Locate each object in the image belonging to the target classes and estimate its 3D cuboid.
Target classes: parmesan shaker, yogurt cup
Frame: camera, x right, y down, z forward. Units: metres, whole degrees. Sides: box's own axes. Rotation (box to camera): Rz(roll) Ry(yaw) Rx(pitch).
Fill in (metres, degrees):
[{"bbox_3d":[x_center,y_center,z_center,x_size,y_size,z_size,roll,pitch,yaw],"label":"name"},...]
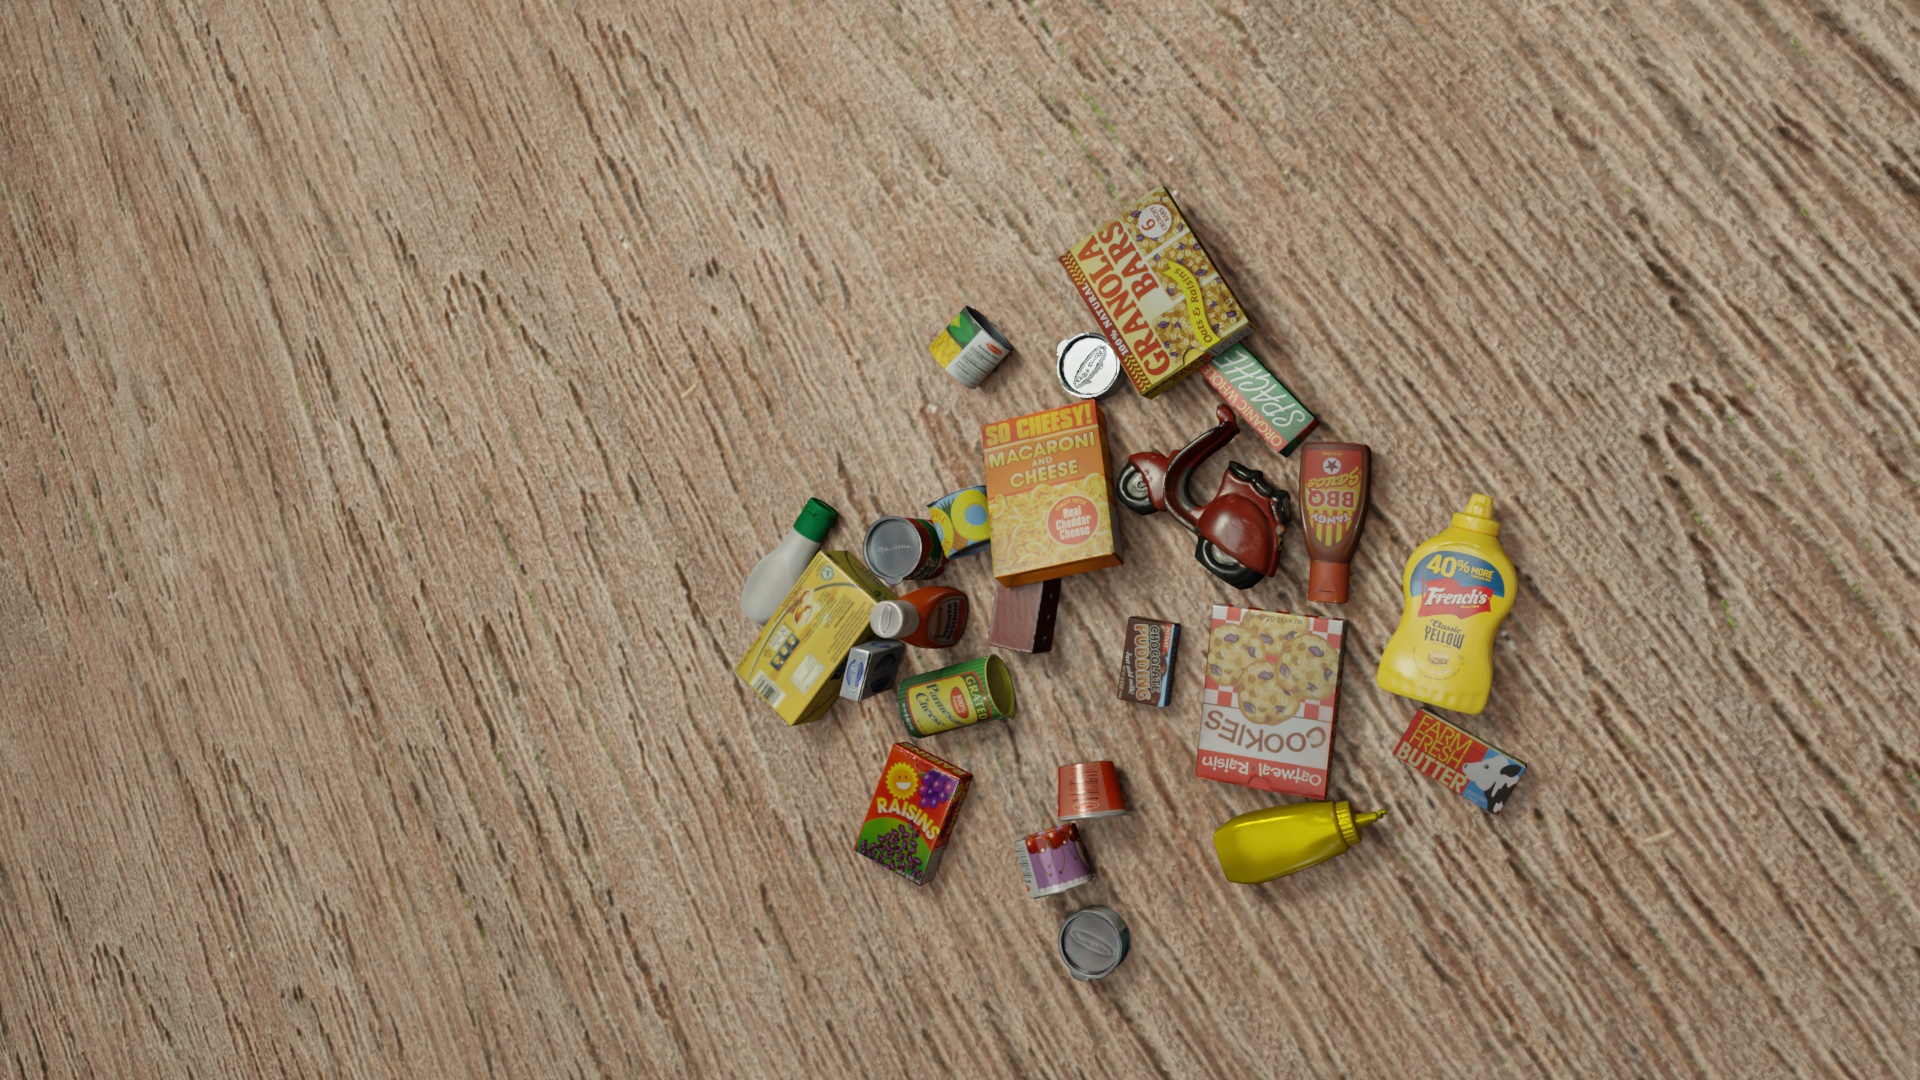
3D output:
[{"bbox_3d":[-0.004,0.163,1.422,0.103,0.071,0.071,-18,82,22],"label":"parmesan shaker"},{"bbox_3d":[0.126,0.246,1.366,0.072,0.072,0.054,-12,76,22],"label":"yogurt cup"}]

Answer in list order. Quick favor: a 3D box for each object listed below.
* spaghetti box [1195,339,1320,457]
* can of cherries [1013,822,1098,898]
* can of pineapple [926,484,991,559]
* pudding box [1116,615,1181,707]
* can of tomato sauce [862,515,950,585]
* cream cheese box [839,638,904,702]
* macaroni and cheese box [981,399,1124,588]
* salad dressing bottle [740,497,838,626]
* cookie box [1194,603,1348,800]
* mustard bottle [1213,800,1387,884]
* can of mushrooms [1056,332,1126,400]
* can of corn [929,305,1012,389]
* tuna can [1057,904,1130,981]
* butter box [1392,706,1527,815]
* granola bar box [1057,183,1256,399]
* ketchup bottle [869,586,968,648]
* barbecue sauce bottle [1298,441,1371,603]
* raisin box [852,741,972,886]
[{"bbox_3d":[0.245,-0.186,1.350,0.050,0.029,0.250,-46,72,16],"label":"spaghetti box"},{"bbox_3d":[0.094,0.316,1.376,0.071,0.071,0.058,-21,79,21],"label":"can of cherries"},{"bbox_3d":[0.005,-0.018,1.424,0.071,0.071,0.058,-24,79,21],"label":"can of pineapple"},{"bbox_3d":[0.185,0.119,1.363,0.049,0.030,0.083,9,92,22],"label":"pudding box"},{"bbox_3d":[-0.053,0.010,1.439,0.071,0.083,0.071,-1,88,23],"label":"can of tomato sauce"},{"bbox_3d":[-0.090,0.133,1.439,0.024,0.104,0.053,16,96,16],"label":"cream cheese box"},{"bbox_3d":[0.089,-0.046,1.377,0.123,0.040,0.167,-12,66,17],"label":"macaroni and cheese box"},{"bbox_3d":[-0.185,0.023,1.517,0.064,0.044,0.147,36,101,23],"label":"salad dressing bottle"},{"bbox_3d":[0.293,0.150,1.311,0.123,0.040,0.167,6,91,23],"label":"cookie box"},{"bbox_3d":[0.319,0.274,1.290,0.160,0.049,0.065,-19,81,20],"label":"mustard bottle"},{"bbox_3d":[0.131,-0.176,1.396,0.071,0.033,0.071,0,89,23],"label":"can of mushrooms"},{"bbox_3d":[0.010,-0.200,1.432,0.058,0.071,0.071,-46,72,16],"label":"can of corn"},{"bbox_3d":[0.132,0.398,1.373,0.071,0.033,0.071,-1,88,23],"label":"tuna can"},{"bbox_3d":[0.449,0.197,1.251,0.103,0.024,0.053,30,99,21],"label":"butter box"},{"bbox_3d":[0.188,-0.239,1.339,0.124,0.039,0.166,-34,75,19],"label":"granola bar box"},{"bbox_3d":[-0.042,0.078,1.396,0.043,0.149,0.064,12,93,24],"label":"ketchup bottle"},{"bbox_3d":[0.346,-0.016,1.293,0.065,0.044,0.148,3,90,22],"label":"barbecue sauce bottle"},{"bbox_3d":[-0.050,0.284,1.451,0.086,0.040,0.123,23,96,23],"label":"raisin box"}]
